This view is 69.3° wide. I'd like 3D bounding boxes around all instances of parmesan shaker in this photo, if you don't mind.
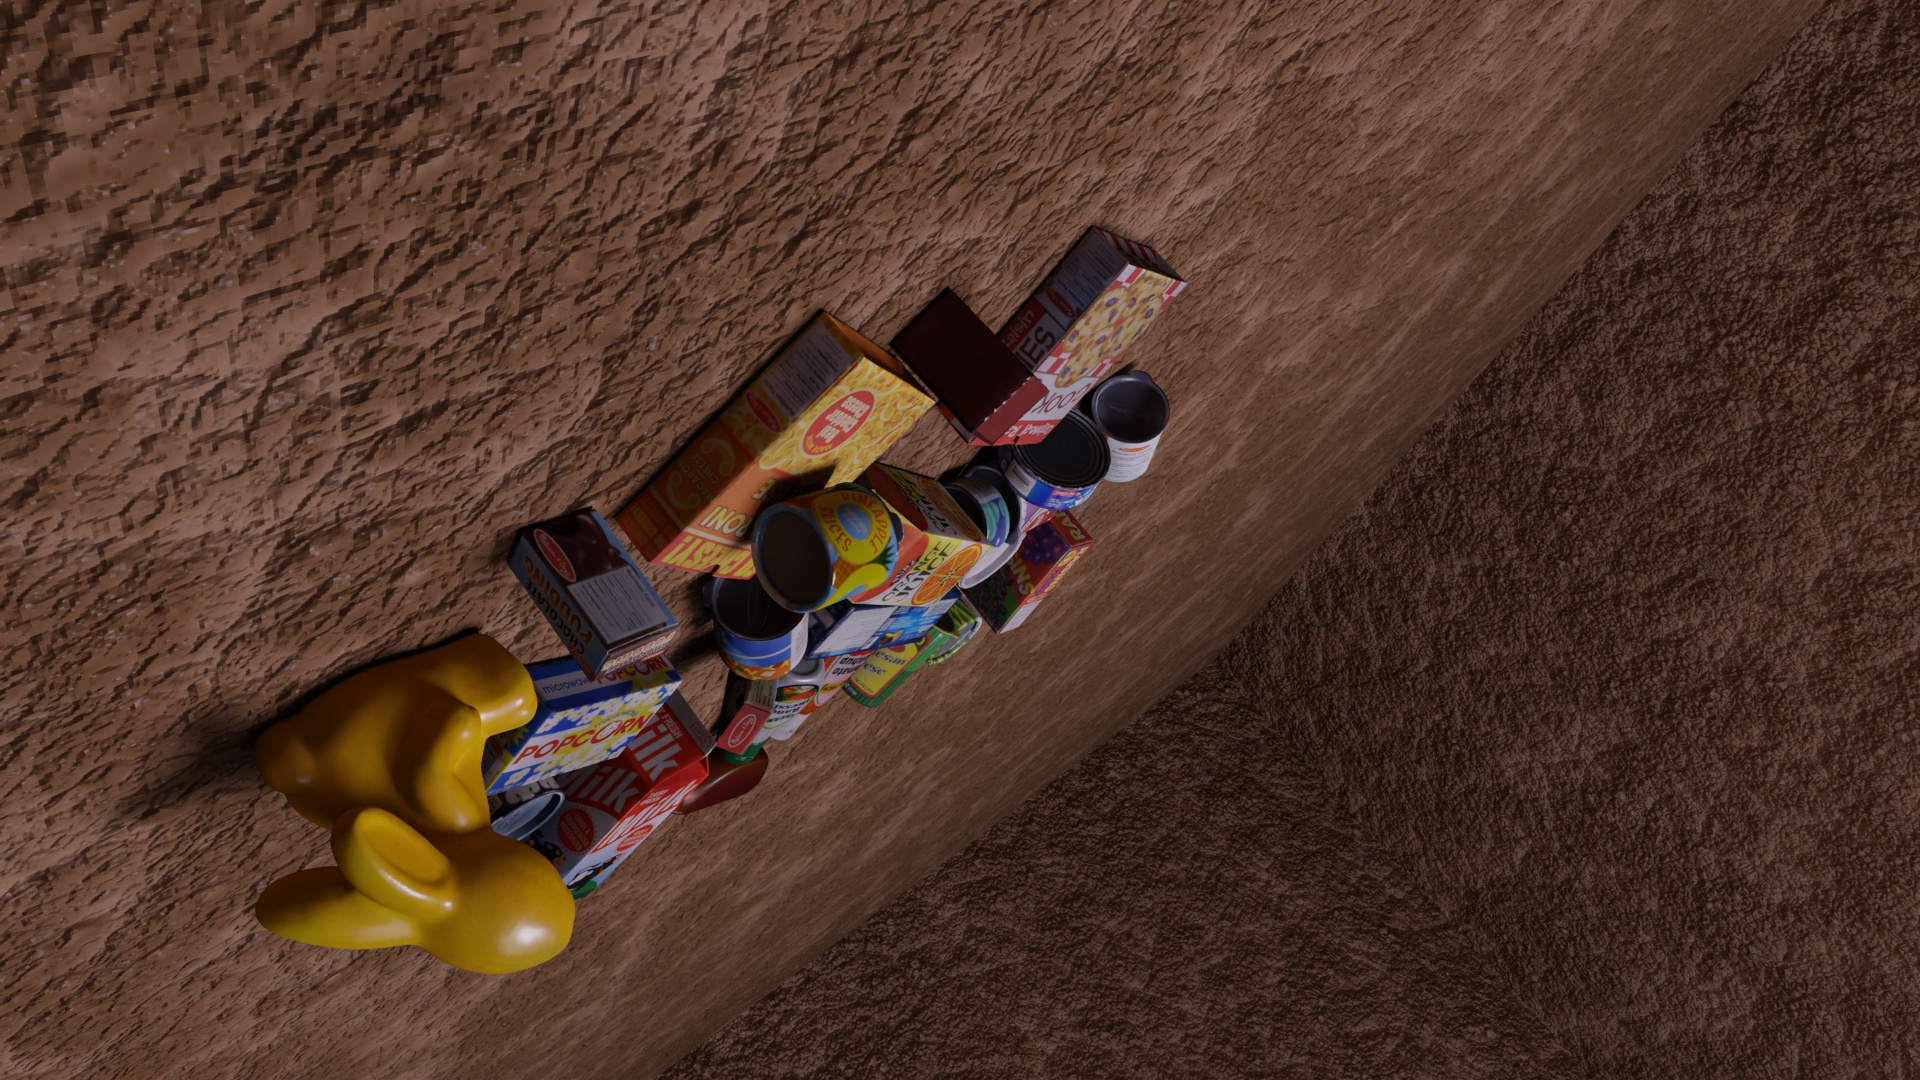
[{"bbox_3d":[-0.060,0.094,1.239,0.103,0.071,0.071,-45,164,15],"label":"parmesan shaker"}]

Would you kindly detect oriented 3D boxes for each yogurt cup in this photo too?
[{"bbox_3d":[0.010,0.000,1.179,0.072,0.054,0.072,-37,164,-13],"label":"yogurt cup"}]

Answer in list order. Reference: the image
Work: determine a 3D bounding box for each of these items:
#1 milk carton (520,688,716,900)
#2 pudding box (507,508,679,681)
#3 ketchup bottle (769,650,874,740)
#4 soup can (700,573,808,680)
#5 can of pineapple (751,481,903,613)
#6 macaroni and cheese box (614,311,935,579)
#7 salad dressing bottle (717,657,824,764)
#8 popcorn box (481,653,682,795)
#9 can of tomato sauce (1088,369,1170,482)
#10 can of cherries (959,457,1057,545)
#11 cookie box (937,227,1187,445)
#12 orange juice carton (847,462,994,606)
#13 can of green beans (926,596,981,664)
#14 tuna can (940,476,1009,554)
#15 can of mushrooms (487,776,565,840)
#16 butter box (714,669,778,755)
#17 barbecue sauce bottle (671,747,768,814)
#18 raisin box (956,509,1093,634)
[{"bbox_3d":[-0.257,0.183,1.014,0.190,0.072,0.073,-46,163,16],"label":"milk carton"},{"bbox_3d":[-0.192,0.027,0.727,0.050,0.084,0.030,-24,159,-48],"label":"pudding box"},{"bbox_3d":[-0.122,0.113,1.196,0.148,0.043,0.065,-48,157,26],"label":"ketchup bottle"},{"bbox_3d":[-0.140,0.052,0.955,0.071,0.071,0.083,-35,164,-21],"label":"soup can"},{"bbox_3d":[-0.078,0.003,0.804,0.058,0.071,0.070,-21,155,-50],"label":"can of pineapple"},{"bbox_3d":[-0.103,-0.048,0.810,0.166,0.040,0.123,-43,164,9],"label":"macaroni and cheese box"},{"bbox_3d":[-0.162,0.136,1.158,0.064,0.044,0.147,0,144,-33],"label":"salad dressing bottle"},{"bbox_3d":[-0.252,0.113,0.901,0.085,0.038,0.127,-48,163,22],"label":"popcorn box"},{"bbox_3d":[0.142,-0.098,1.210,0.071,0.071,0.082,-37,164,-15],"label":"can of tomato sauce"},{"bbox_3d":[0.041,-0.034,1.129,0.058,0.071,0.071,-23,157,-48],"label":"can of cherries"},{"bbox_3d":[0.073,-0.138,0.983,0.167,0.040,0.123,-47,163,21],"label":"cookie box"},{"bbox_3d":[-0.052,-0.003,0.993,0.071,0.073,0.193,-44,164,12],"label":"orange juice carton"},{"bbox_3d":[-0.022,0.074,1.297,0.071,0.058,0.071,-37,164,-13],"label":"can of green beans"},{"bbox_3d":[0.004,-0.014,1.102,0.033,0.071,0.070,-22,156,-50],"label":"tuna can"},{"bbox_3d":[-0.311,0.182,0.957,0.071,0.033,0.071,-37,164,-12],"label":"can of mushrooms"},{"bbox_3d":[-0.153,0.102,1.019,0.053,0.024,0.104,-53,-158,33],"label":"butter box"},{"bbox_3d":[-0.231,0.210,1.204,0.064,0.044,0.149,-47,163,20],"label":"barbecue sauce bottle"},{"bbox_3d":[0.050,0.012,1.247,0.040,0.086,0.122,-12,147,-51],"label":"raisin box"}]
